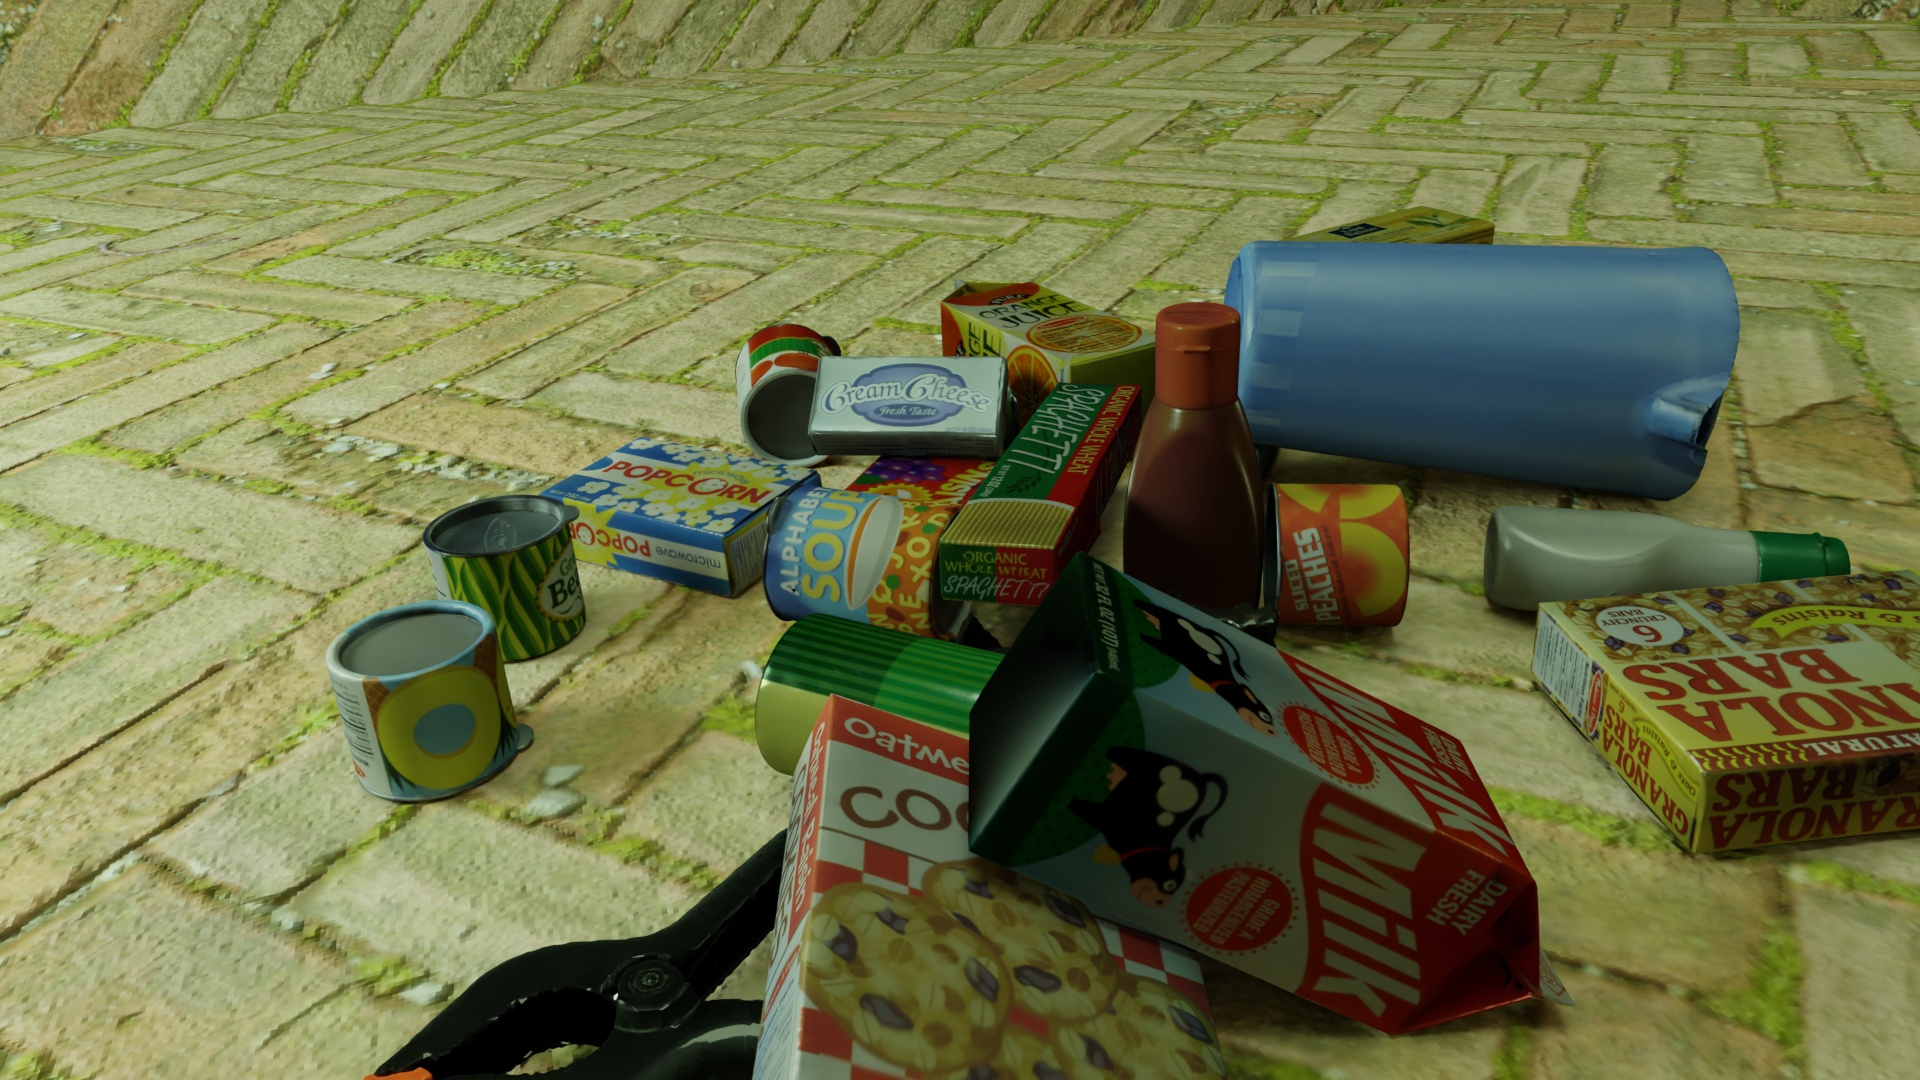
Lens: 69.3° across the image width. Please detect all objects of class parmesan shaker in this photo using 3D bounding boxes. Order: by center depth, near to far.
[{"bbox_3d":[-0.019,0.066,0.532,0.103,0.071,0.072,11,30,26],"label":"parmesan shaker"}]

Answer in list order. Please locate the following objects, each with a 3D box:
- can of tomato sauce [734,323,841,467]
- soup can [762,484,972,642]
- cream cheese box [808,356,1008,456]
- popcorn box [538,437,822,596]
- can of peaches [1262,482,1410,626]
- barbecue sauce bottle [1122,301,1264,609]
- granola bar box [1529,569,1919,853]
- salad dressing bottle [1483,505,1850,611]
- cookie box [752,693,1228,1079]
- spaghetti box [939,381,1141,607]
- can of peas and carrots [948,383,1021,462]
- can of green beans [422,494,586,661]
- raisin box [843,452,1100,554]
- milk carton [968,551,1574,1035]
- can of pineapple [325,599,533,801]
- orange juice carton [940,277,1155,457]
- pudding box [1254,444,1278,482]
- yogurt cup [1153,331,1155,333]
[{"bbox_3d":[-0.103,-0.090,0.858,0.071,0.071,0.083,-7,27,-8],"label":"can of tomato sauce"},{"bbox_3d":[-0.041,0.010,0.648,0.084,0.071,0.072,7,28,20],"label":"soup can"},{"bbox_3d":[-0.027,-0.072,0.749,0.104,0.024,0.053,1,58,7],"label":"cream cheese box"},{"bbox_3d":[-0.148,-0.015,0.746,0.127,0.038,0.085,12,31,26],"label":"popcorn box"},{"bbox_3d":[0.171,0.008,0.635,0.058,0.071,0.071,1,27,6],"label":"can of peaches"},{"bbox_3d":[0.106,-0.032,0.628,0.065,0.147,0.044,2,27,11],"label":"barbecue sauce bottle"},{"bbox_3d":[0.329,0.062,0.540,0.166,0.039,0.125,-5,26,-4],"label":"granola bar box"},{"bbox_3d":[0.321,0.011,0.638,0.148,0.043,0.064,4,25,11],"label":"salad dressing bottle"},{"bbox_3d":[0.008,0.122,0.402,0.123,0.040,0.168,21,24,-12],"label":"cookie box"},{"bbox_3d":[0.047,-0.031,0.669,0.050,0.028,0.251,4,22,15],"label":"spaghetti box"},{"bbox_3d":[-0.004,-0.067,0.801,0.059,0.070,0.071,-12,28,-15],"label":"can of peas and carrots"},{"bbox_3d":[-0.217,0.017,0.665,0.071,0.057,0.071,-3,26,1],"label":"can of green beans"},{"bbox_3d":[0.003,-0.009,0.716,0.123,0.040,0.086,8,28,18],"label":"raisin box"},{"bbox_3d":[0.102,0.086,0.431,0.190,0.073,0.073,26,24,-13],"label":"milk carton"},{"bbox_3d":[-0.218,0.064,0.572,0.071,0.057,0.071,-2,26,1],"label":"can of pineapple"},{"bbox_3d":[0.045,-0.112,0.881,0.073,0.071,0.193,-17,30,-26],"label":"orange juice carton"},{"bbox_3d":[0.155,-0.055,0.802,0.049,0.030,0.084,9,29,20],"label":"pudding box"},{"bbox_3d":[0.140,-0.105,0.867,0.054,0.072,0.073,-10,26,4],"label":"yogurt cup"}]
